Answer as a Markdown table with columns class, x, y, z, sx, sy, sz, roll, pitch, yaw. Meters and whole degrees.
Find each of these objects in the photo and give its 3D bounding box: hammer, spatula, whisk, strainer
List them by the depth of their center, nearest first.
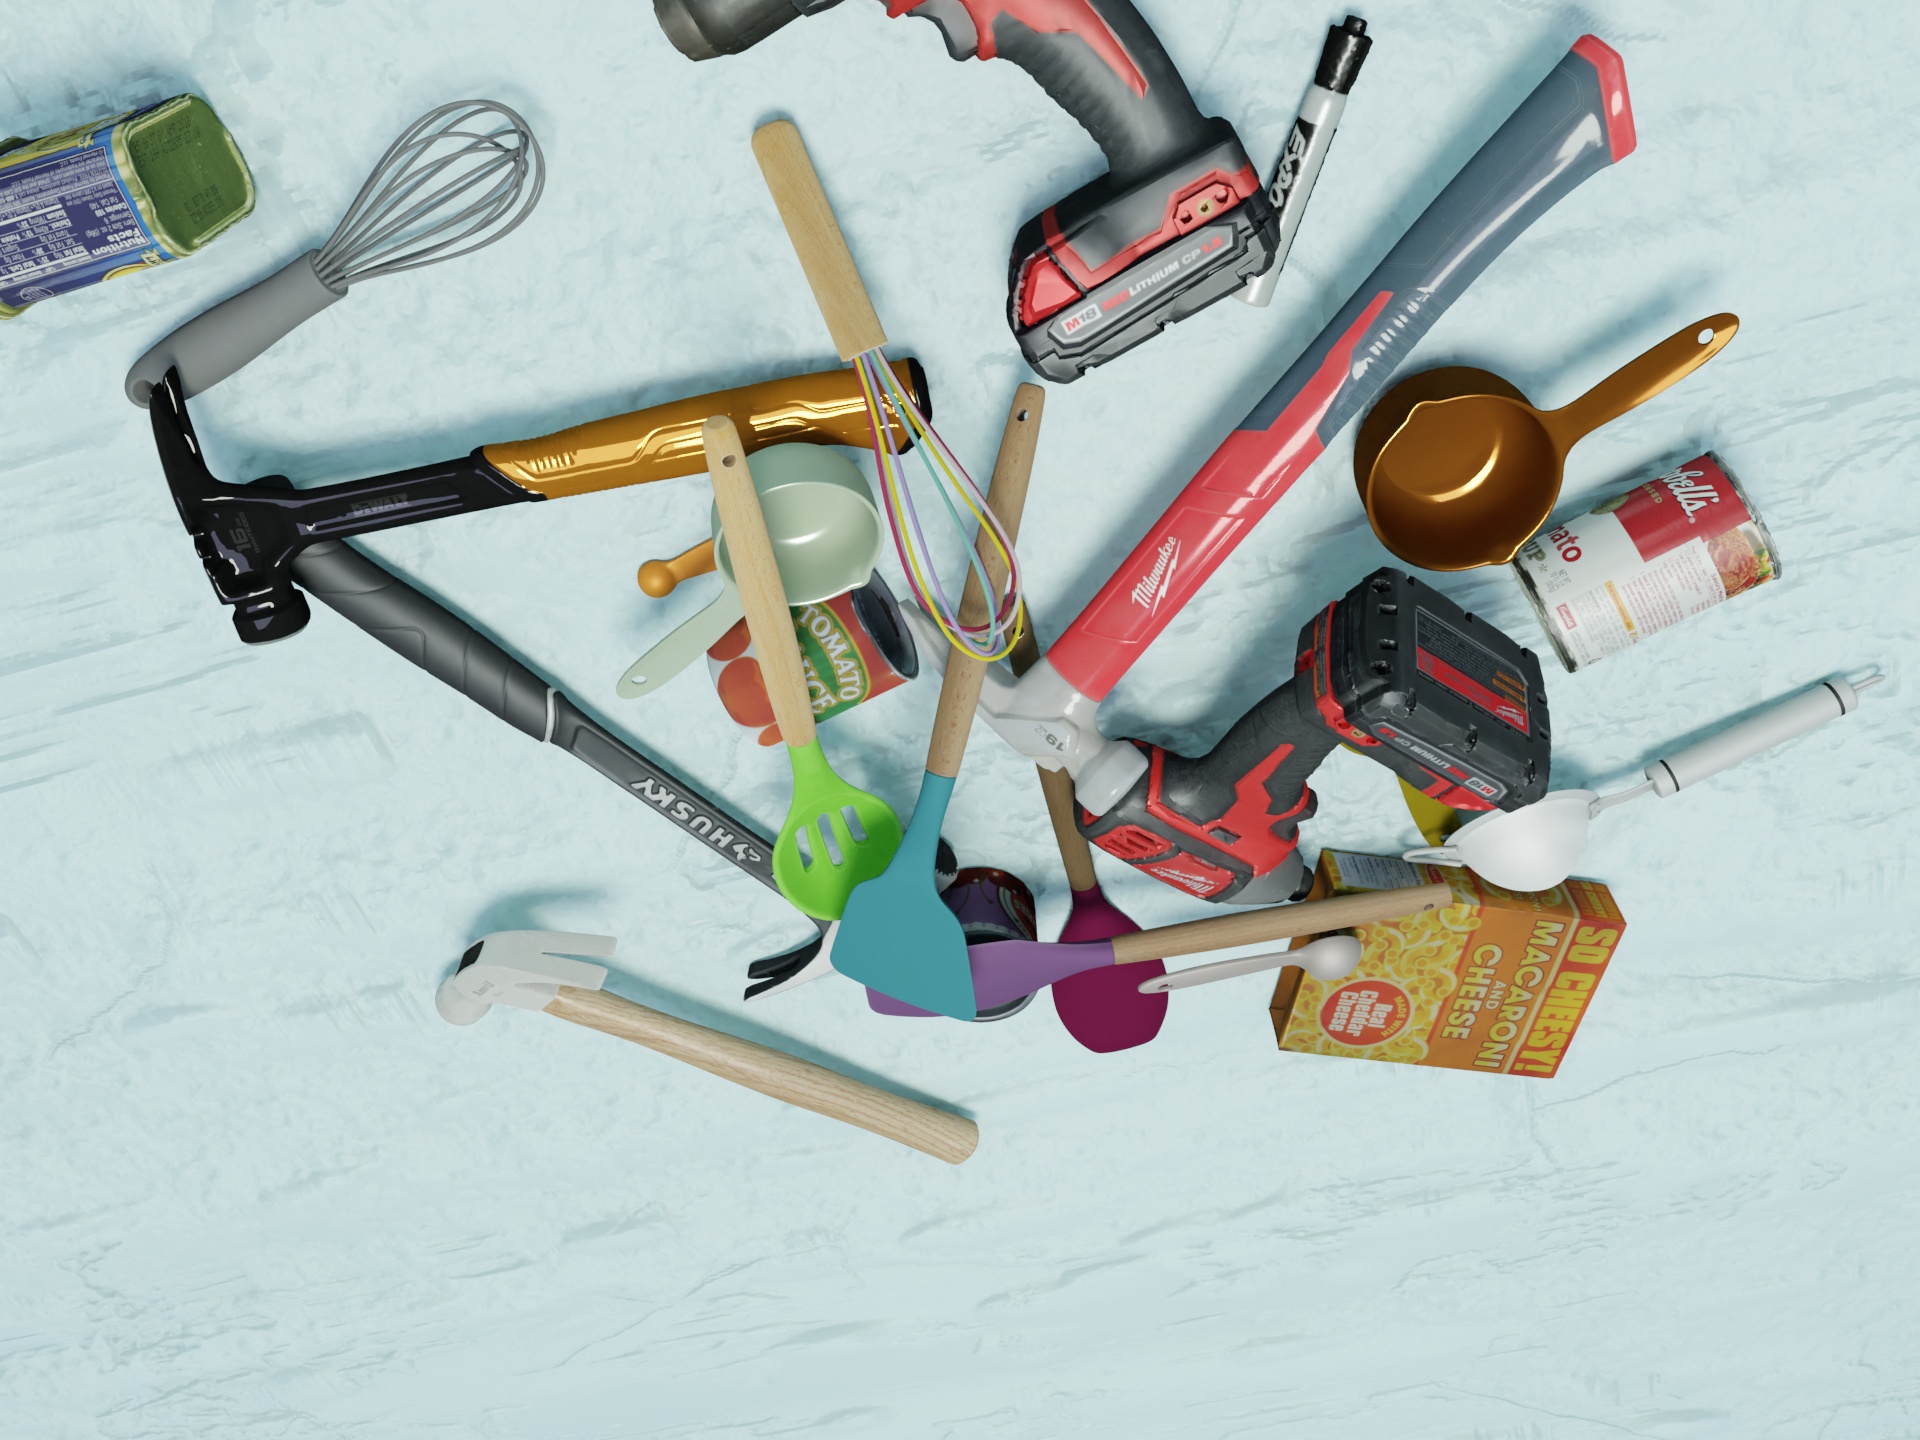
| class | x | y | z | sx | sy | sz | roll | pitch | yaw |
| --- | --- | --- | --- | --- | --- | --- | --- | --- | --- |
| whisk | -0.275 | -0.194 | 0.683 | 0.239 | 0.055 | 0.055 | -24 | 120 | 20 |
| whisk | -0.030 | -0.139 | 0.687 | 0.047 | 0.051 | 0.245 | -25 | 99 | -10 |
| hammer | 0.130 | -0.135 | 0.700 | 0.143 | 0.038 | 0.386 | 43 | 115 | 7 |
| hammer | -0.180 | -0.123 | 0.715 | 0.337 | 0.034 | 0.127 | -11 | 122 | -1 |
| spatula | -0.001 | -0.002 | 0.757 | 0.082 | 0.044 | 0.317 | 18 | 105 | 17 |
| hammer | -0.199 | 0.011 | 0.825 | 0.408 | 0.036 | 0.149 | 37 | 117 | -22 |
| strainer | 0.363 | 0.036 | 0.839 | 0.258 | 0.050 | 0.086 | -27 | 150 | 9 |
| spatula | 0.106 | 0.120 | 0.847 | 0.316 | 0.018 | 0.059 | -10 | 135 | -2 |
| hammer | -0.133 | 0.197 | 0.933 | 0.331 | 0.031 | 0.130 | 26 | 144 | -21 |

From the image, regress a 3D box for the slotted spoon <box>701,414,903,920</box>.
| class | x | y | z | sx | sy | sz | roll | pitch | yaw |
| --- | --- | --- | --- | --- | --- | --- | --- | --- | --- |
| slotted spoon | -0.076 | -0.011 | 0.728 | 0.070 | 0.031 | 0.313 | -24 | 139 | -12 |

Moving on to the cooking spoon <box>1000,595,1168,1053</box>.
| class | x | y | z | sx | sy | sz | roll | pitch | yaw |
| --- | --- | --- | --- | --- | --- | --- | --- | --- | --- |
| cooking spoon | 0.062 | 0.070 | 0.874 | 0.069 | 0.017 | 0.318 | -15 | 122 | 3 |

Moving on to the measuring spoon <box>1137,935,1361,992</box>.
| class | x | y | z | sx | sy | sz | roll | pitch | yaw |
| --- | --- | --- | --- | --- | --- | --- | --- | --- | --- |
| measuring spoon | 0.158 | 0.139 | 0.861 | 0.124 | 0.018 | 0.034 | -10 | 147 | -2 |

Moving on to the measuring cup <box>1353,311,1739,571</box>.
| class | x | y | z | sx | sy | sz | roll | pitch | yaw |
| --- | --- | --- | --- | --- | --- | --- | --- | --- | --- |
| measuring cup | 0.260 | -0.140 | 0.721 | 0.173 | 0.052 | 0.095 | -32 | 118 | 16 |

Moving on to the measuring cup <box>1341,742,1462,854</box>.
| class | x | y | z | sx | sy | sz | roll | pitch | yaw |
| --- | --- | --- | --- | --- | --- | --- | --- | --- | --- |
| measuring cup | 0.239 | 0.020 | 0.846 | 0.062 | 0.029 | 0.156 | -19 | 134 | 21 |

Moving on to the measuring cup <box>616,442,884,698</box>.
| class | x | y | z | sx | sy | sz | roll | pitch | yaw |
| --- | --- | --- | --- | --- | --- | --- | --- | --- | --- |
| measuring cup | -0.107 | -0.067 | 0.735 | 0.167 | 0.038 | 0.083 | -36 | 138 | 28 |

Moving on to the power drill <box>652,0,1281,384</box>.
| class | x | y | z | sx | sy | sz | roll | pitch | yaw |
| --- | --- | --- | --- | --- | --- | --- | --- | --- | --- |
| power drill | 0.007 | -0.250 | 0.632 | 0.188 | 0.080 | 0.226 | -27 | 117 | 15 |

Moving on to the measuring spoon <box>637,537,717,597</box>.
| class | x | y | z | sx | sy | sz | roll | pitch | yaw |
| --- | --- | --- | --- | --- | --- | --- | --- | --- | --- |
| measuring spoon | -0.106 | -0.085 | 0.775 | 0.117 | 0.011 | 0.021 | -20 | 121 | 12 |

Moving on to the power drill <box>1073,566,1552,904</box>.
| class | x | y | z | sx | sy | sz | roll | pitch | yaw |
| --- | --- | --- | --- | --- | --- | --- | --- | --- | --- |
| power drill | 0.172 | 0.028 | 0.783 | 0.143 | 0.079 | 0.219 | 27 | 142 | -22 |
